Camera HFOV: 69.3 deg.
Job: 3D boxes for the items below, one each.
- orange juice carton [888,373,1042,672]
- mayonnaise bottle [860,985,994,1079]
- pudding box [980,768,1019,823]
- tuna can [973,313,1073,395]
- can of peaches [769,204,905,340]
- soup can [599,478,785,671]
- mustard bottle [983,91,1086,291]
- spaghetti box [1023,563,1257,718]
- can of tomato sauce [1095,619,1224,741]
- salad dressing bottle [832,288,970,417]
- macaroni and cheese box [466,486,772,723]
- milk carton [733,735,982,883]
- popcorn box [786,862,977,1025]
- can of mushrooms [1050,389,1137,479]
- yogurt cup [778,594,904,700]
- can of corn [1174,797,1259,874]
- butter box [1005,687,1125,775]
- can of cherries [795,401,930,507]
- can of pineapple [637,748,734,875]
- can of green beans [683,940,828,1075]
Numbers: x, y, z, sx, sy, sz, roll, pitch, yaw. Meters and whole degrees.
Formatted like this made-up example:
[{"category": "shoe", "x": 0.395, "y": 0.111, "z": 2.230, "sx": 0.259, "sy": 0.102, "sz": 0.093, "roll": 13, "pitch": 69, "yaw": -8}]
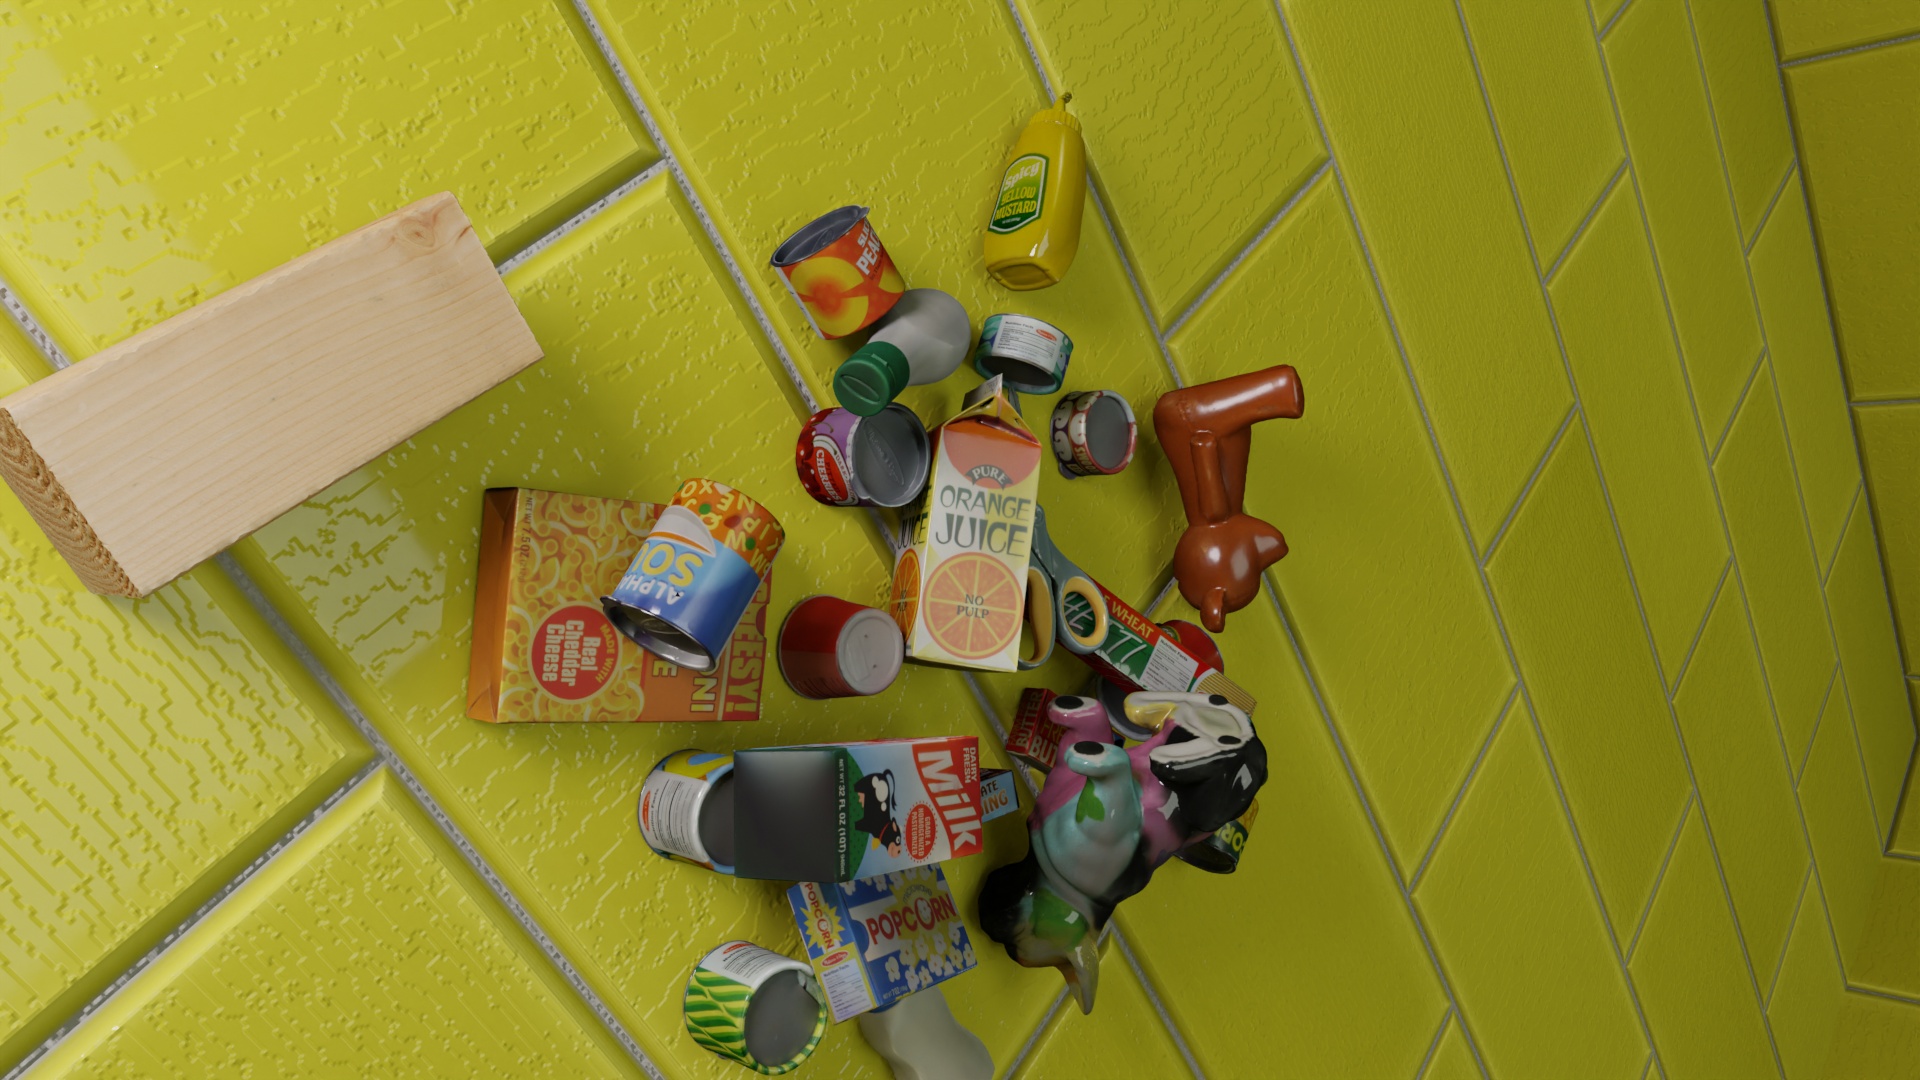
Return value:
[{"category": "orange juice carton", "x": 0.003, "y": -0.012, "z": 0.922, "sx": 0.073, "sy": 0.071, "sz": 0.193, "roll": 10, "pitch": 82, "yaw": -18}, {"category": "mayonnaise bottle", "x": -0.032, "y": 0.323, "z": 0.924, "sx": 0.065, "sy": 0.041, "sz": 0.147, "roll": -47, "pitch": 119, "yaw": -35}, {"category": "pudding box", "x": -0.007, "y": 0.178, "z": 0.942, "sx": 0.084, "sy": 0.049, "sz": 0.030, "roll": -10, "pitch": 91, "yaw": -43}, {"category": "tuna can", "x": 0.044, "y": -0.130, "z": 0.985, "sx": 0.071, "sy": 0.071, "sz": 0.033, "roll": 29, "pitch": 71, "yaw": -40}, {"category": "can of peaches", "x": -0.074, "y": -0.168, "z": 0.866, "sx": 0.071, "sy": 0.071, "sz": 0.058, "roll": -51, "pitch": 123, "yaw": -32}, {"category": "soup can", "x": -0.143, "y": 0.016, "z": 0.744, "sx": 0.071, "sy": 0.071, "sz": 0.084, "roll": 44, "pitch": 60, "yaw": -34}, {"category": "mustard bottle", "x": 0.059, "y": -0.259, "z": 1.003, "sx": 0.049, "sy": 0.065, "sz": 0.161, "roll": 32, "pitch": 63, "yaw": -45}, {"category": "spaghetti box", "x": 0.111, "y": 0.071, "z": 1.013, "sx": 0.250, "sy": 0.028, "sz": 0.050, "roll": 36, "pitch": 64, "yaw": -14}, {"category": "can of tomato sauce", "x": 0.154, "y": 0.108, "z": 1.088, "sx": 0.083, "sy": 0.071, "sz": 0.071, "roll": -31, "pitch": 111, "yaw": -39}, {"category": "salad dressing bottle", "x": -0.037, "y": -0.119, "z": 0.879, "sx": 0.064, "sy": 0.043, "sz": 0.148, "roll": 34, "pitch": 30, "yaw": 2}, {"category": "macaroni and cheese box", "x": -0.184, "y": 0.040, "z": 0.779, "sx": 0.167, "sy": 0.040, "sz": 0.123, "roll": 7, "pitch": 86, "yaw": -44}, {"category": "milk carton", "x": -0.045, "y": 0.154, "z": 0.824, "sx": 0.191, "sy": 0.073, "sz": 0.072, "roll": 10, "pitch": 77, "yaw": -57}, {"category": "popcorn box", "x": -0.046, "y": 0.242, "z": 0.865, "sx": 0.127, "sy": 0.038, "sz": 0.085, "roll": 9, "pitch": 55, "yaw": -62}, {"category": "can of mushrooms", "x": 0.102, "y": -0.080, "z": 1.060, "sx": 0.071, "sy": 0.033, "sz": 0.071, "roll": 0, "pitch": 90, "yaw": -45}, {"category": "yogurt cup", "x": -0.073, "y": 0.069, "z": 0.877, "sx": 0.072, "sy": 0.054, "sz": 0.072, "roll": 0, "pitch": 89, "yaw": -43}, {"category": "can of corn", "x": 0.205, "y": 0.230, "z": 1.131, "sx": 0.071, "sy": 0.071, "sz": 0.058, "roll": 48, "pitch": 59, "yaw": -33}, {"category": "butter box", "x": 0.080, "y": 0.153, "z": 1.044, "sx": 0.103, "sy": 0.024, "sz": 0.053, "roll": 35, "pitch": 67, "yaw": -38}, {"category": "can of cherries", "x": -0.064, "y": -0.053, "z": 0.883, "sx": 0.071, "sy": 0.058, "sz": 0.071, "roll": -1, "pitch": 92, "yaw": -44}, {"category": "can of pineapple", "x": -0.142, "y": 0.157, "z": 0.806, "sx": 0.071, "sy": 0.058, "sz": 0.071, "roll": 0, "pitch": 89, "yaw": -44}, {"category": "can of green beans", "x": -0.121, "y": 0.277, "z": 0.826, "sx": 0.071, "sy": 0.058, "sz": 0.071, "roll": 0, "pitch": 90, "yaw": -44}]
